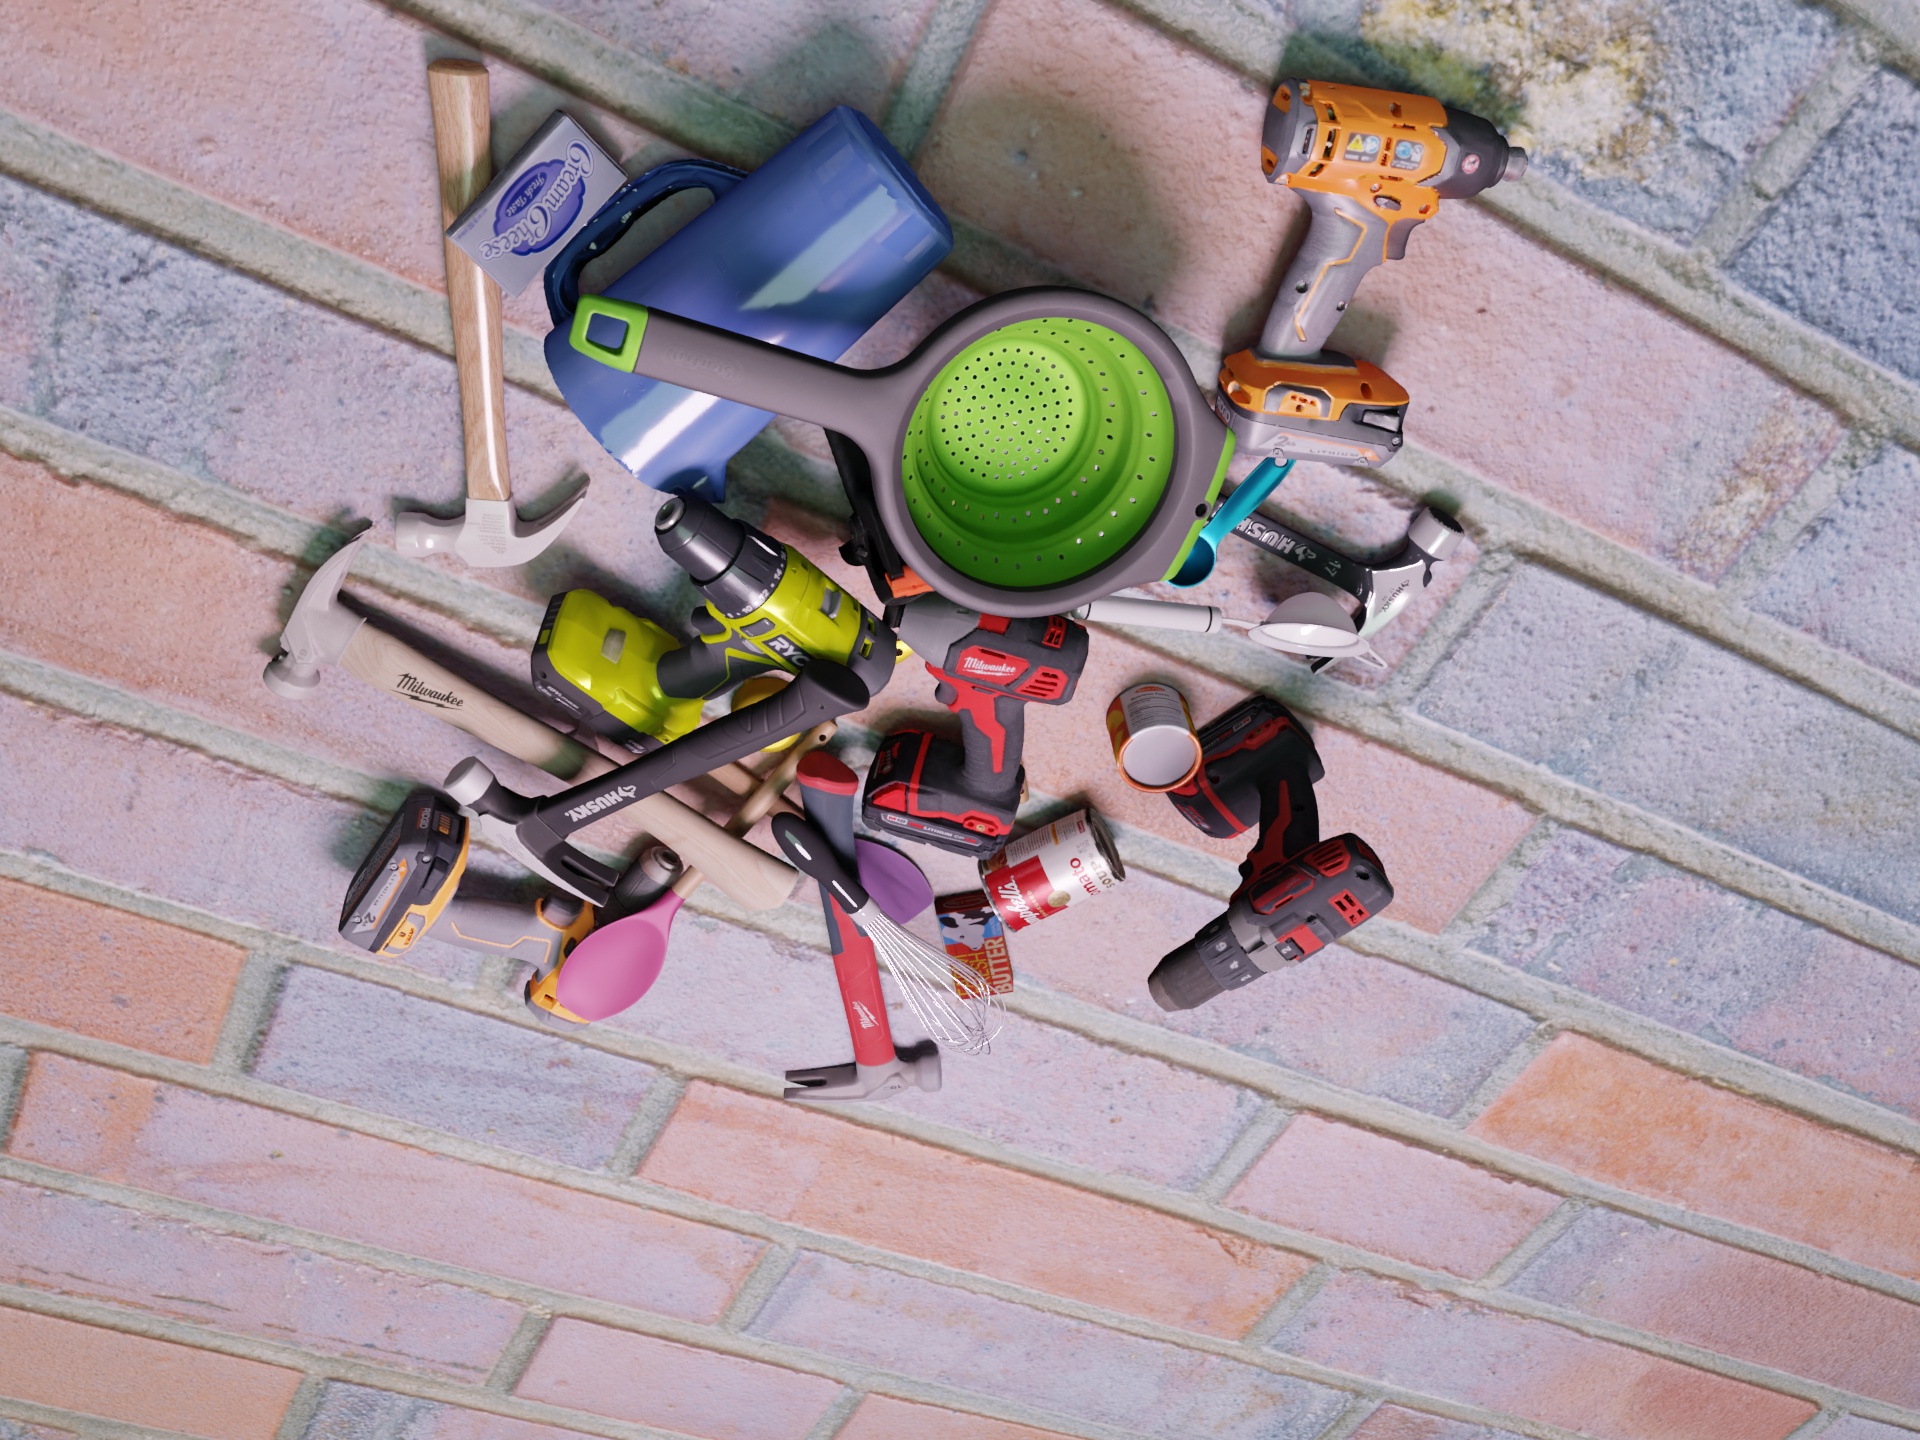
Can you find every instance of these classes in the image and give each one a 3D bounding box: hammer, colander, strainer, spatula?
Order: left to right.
[{"bbox_3d":[-0.308,-0.248,1.024,0.130,0.031,0.331,3,124,-6],"label":"hammer"},{"bbox_3d":[-0.295,0.017,1.171,0.410,0.038,0.146,32,116,-14],"label":"hammer"},{"bbox_3d":[-0.198,0.035,1.097,0.335,0.035,0.146,-22,123,30],"label":"hammer"},{"bbox_3d":[-0.140,0.072,1.266,0.059,0.018,0.315,-40,120,21],"label":"spatula"},{"bbox_3d":[-0.106,0.184,1.321,0.143,0.038,0.385,-6,128,2],"label":"hammer"},{"bbox_3d":[-0.034,-0.191,0.951,0.397,0.095,0.204,13,115,-21],"label":"colander"},{"bbox_3d":[0.151,-0.159,1.121,0.408,0.036,0.149,23,121,-18],"label":"hammer"},{"bbox_3d":[0.185,-0.073,1.123,0.258,0.087,0.050,5,82,-14],"label":"strainer"}]

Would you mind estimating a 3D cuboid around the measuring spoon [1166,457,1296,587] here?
[{"bbox_3d":[0.186,-0.146,1.105,0.042,0.021,0.128,38,107,-18],"label":"measuring spoon"}]

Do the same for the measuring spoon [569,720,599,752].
[{"bbox_3d":[-0.276,-0.004,1.203,0.034,0.018,0.124,21,120,-17],"label":"measuring spoon"}]

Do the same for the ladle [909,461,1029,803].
[{"bbox_3d":[0.016,-0.052,1.172,0.078,0.062,0.319,-18,127,-2],"label":"ladle"}]

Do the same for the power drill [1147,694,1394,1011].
[{"bbox_3d":[0.209,0.103,1.188,0.188,0.227,0.080,-35,120,18],"label":"power drill"}]

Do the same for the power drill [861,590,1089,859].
[{"bbox_3d":[-0.002,-0.004,1.151,0.143,0.079,0.219,16,136,-2],"label":"power drill"}]

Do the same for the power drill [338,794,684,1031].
[{"bbox_3d":[-0.348,0.141,1.263,0.226,0.084,0.185,29,113,-27],"label":"power drill"}]

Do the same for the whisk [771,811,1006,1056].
[{"bbox_3d":[-0.058,0.169,1.254,0.070,0.070,0.284,-31,117,16],"label":"whisk"}]

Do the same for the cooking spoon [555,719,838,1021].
[{"bbox_3d":[-0.204,0.117,1.247,0.068,0.017,0.319,39,100,-21],"label":"cooking spoon"}]

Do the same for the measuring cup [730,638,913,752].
[{"bbox_3d":[-0.103,-0.021,1.197,0.156,0.029,0.062,-24,123,14],"label":"measuring cup"}]

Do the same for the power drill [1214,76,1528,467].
[{"bbox_3d":[0.259,-0.282,1.017,0.164,0.084,0.226,4,120,-8],"label":"power drill"}]

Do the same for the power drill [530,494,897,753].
[{"bbox_3d":[-0.182,-0.062,1.071,0.228,0.080,0.190,-16,140,36],"label":"power drill"}]

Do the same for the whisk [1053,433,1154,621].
[{"bbox_3d":[0.087,-0.109,1.114,0.059,0.058,0.246,11,140,-12],"label":"whisk"}]
